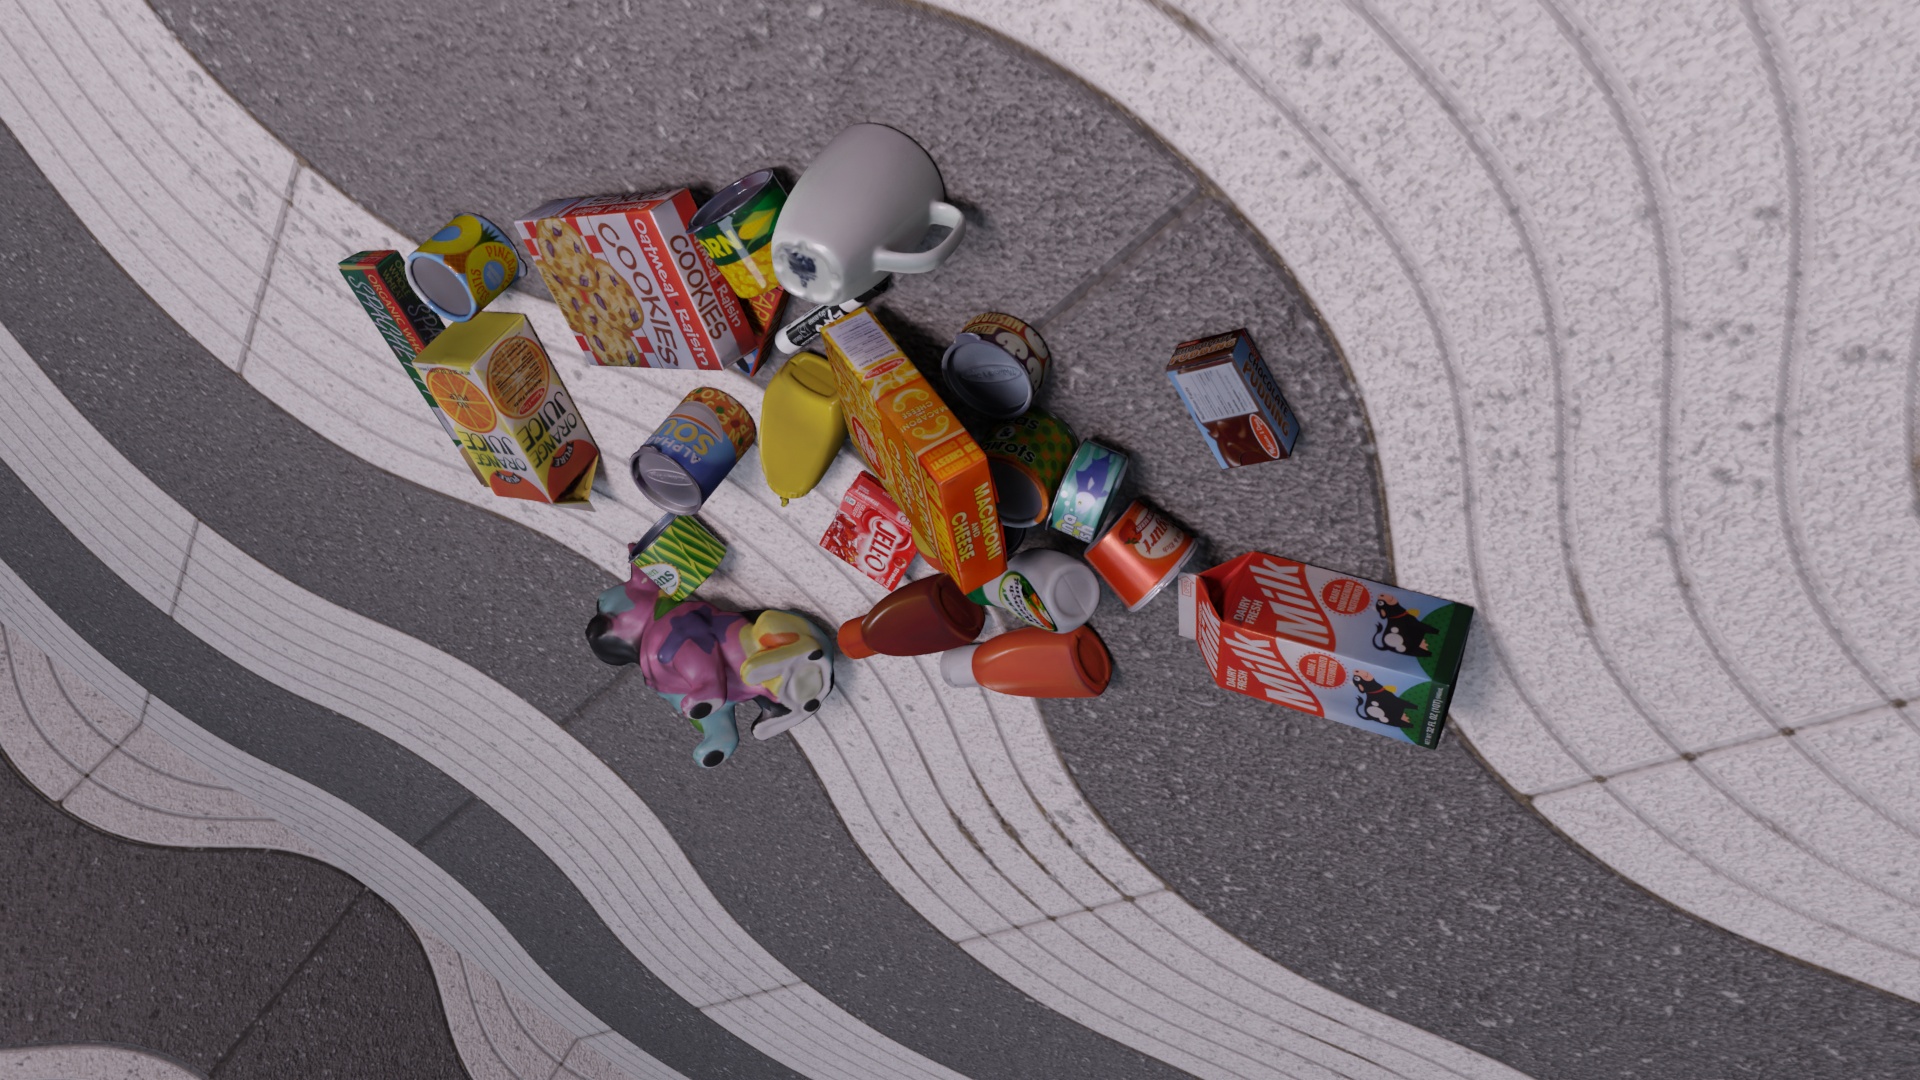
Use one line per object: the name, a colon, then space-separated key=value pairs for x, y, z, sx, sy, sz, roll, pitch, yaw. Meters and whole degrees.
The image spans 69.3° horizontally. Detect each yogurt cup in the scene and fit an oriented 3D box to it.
yogurt cup: x=0.123 y=0.008 z=0.970 sx=0.054 sy=0.073 sz=0.072 roll=43 pitch=142 yaw=0

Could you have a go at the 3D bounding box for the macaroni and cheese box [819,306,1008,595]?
macaroni and cheese box: x=-0.030 y=-0.061 z=0.935 sx=0.167 sy=0.040 sz=0.123 roll=53 pitch=165 yaw=35

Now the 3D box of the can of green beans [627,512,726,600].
can of green beans: x=-0.251 y=0.012 z=1.234 sx=0.057 sy=0.071 sz=0.071 roll=45 pitch=141 yaw=-17

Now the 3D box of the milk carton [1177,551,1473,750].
milk carton: x=0.239 y=0.068 z=0.945 sx=0.191 sy=0.074 sz=0.072 roll=15 pitch=140 yaw=22

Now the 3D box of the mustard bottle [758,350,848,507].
mustard bottle: x=-0.123 y=-0.075 z=1.061 sx=0.065 sy=0.049 sz=0.159 roll=33 pitch=144 yaw=5

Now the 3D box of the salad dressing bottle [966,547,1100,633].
salad dressing bottle: x=0.048 y=0.035 z=1.030 sx=0.064 sy=0.044 sz=0.147 roll=57 pitch=160 yaw=-15

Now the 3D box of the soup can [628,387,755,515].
soup can: x=-0.211 y=-0.073 z=1.096 sx=0.071 sy=0.084 sz=0.071 roll=19 pitch=141 yaw=16

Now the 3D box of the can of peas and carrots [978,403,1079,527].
can of peas and carrots: x=0.041 y=-0.053 z=0.962 sx=0.071 sy=0.059 sz=0.070 roll=19 pitch=141 yaw=16

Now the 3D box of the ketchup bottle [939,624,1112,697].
ketchup bottle: x=0.049 y=0.101 z=1.141 sx=0.148 sy=0.044 sz=0.064 roll=-8 pitch=127 yaw=40

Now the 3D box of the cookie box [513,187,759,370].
cookie box: x=-0.232 y=-0.186 z=0.997 sx=0.167 sy=0.040 sz=0.122 roll=8 pitch=131 yaw=41

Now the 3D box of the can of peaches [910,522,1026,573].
can of peaches: x=0.004 y=-0.013 z=1.024 sx=0.071 sy=0.071 sz=0.058 roll=46 pitch=142 yaw=-17

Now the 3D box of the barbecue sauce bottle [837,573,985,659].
barbecue sauce bottle: x=-0.048 y=0.071 z=1.176 sx=0.148 sy=0.044 sz=0.064 roll=-20 pitch=119 yaw=47

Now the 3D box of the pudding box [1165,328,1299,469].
pudding box: x=0.168 y=-0.086 z=0.859 sx=0.049 sy=0.030 sz=0.083 roll=-11 pitch=126 yaw=41

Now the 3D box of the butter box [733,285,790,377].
butter box: x=-0.156 y=-0.167 z=1.001 sx=0.053 sy=0.024 sz=0.103 roll=34 pitch=143 yaw=0

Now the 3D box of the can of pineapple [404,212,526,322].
can of pineapple: x=-0.388 y=-0.213 z=1.086 sx=0.071 sy=0.058 sz=0.070 roll=19 pitch=141 yaw=17

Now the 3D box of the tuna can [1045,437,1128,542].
tuna can: x=0.086 y=-0.032 z=0.944 sx=0.033 sy=0.071 sz=0.070 roll=24 pitch=142 yaw=10

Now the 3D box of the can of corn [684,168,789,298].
can of corn: x=-0.137 y=-0.200 z=0.913 sx=0.071 sy=0.071 sz=0.058 roll=-7 pitch=129 yaw=40

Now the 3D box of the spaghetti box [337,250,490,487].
spaghetti box: x=-0.462 y=-0.147 z=1.236 sx=0.050 sy=0.029 sz=0.248 roll=6 pitch=136 yaw=30

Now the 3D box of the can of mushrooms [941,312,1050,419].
can of mushrooms: x=0.023 y=-0.118 z=0.923 sx=0.071 sy=0.034 sz=0.070 roll=20 pitch=142 yaw=17

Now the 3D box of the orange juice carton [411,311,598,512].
orange juice carton: x=-0.379 y=-0.098 z=1.196 sx=0.072 sy=0.073 sz=0.191 roll=8 pitch=137 yaw=28
